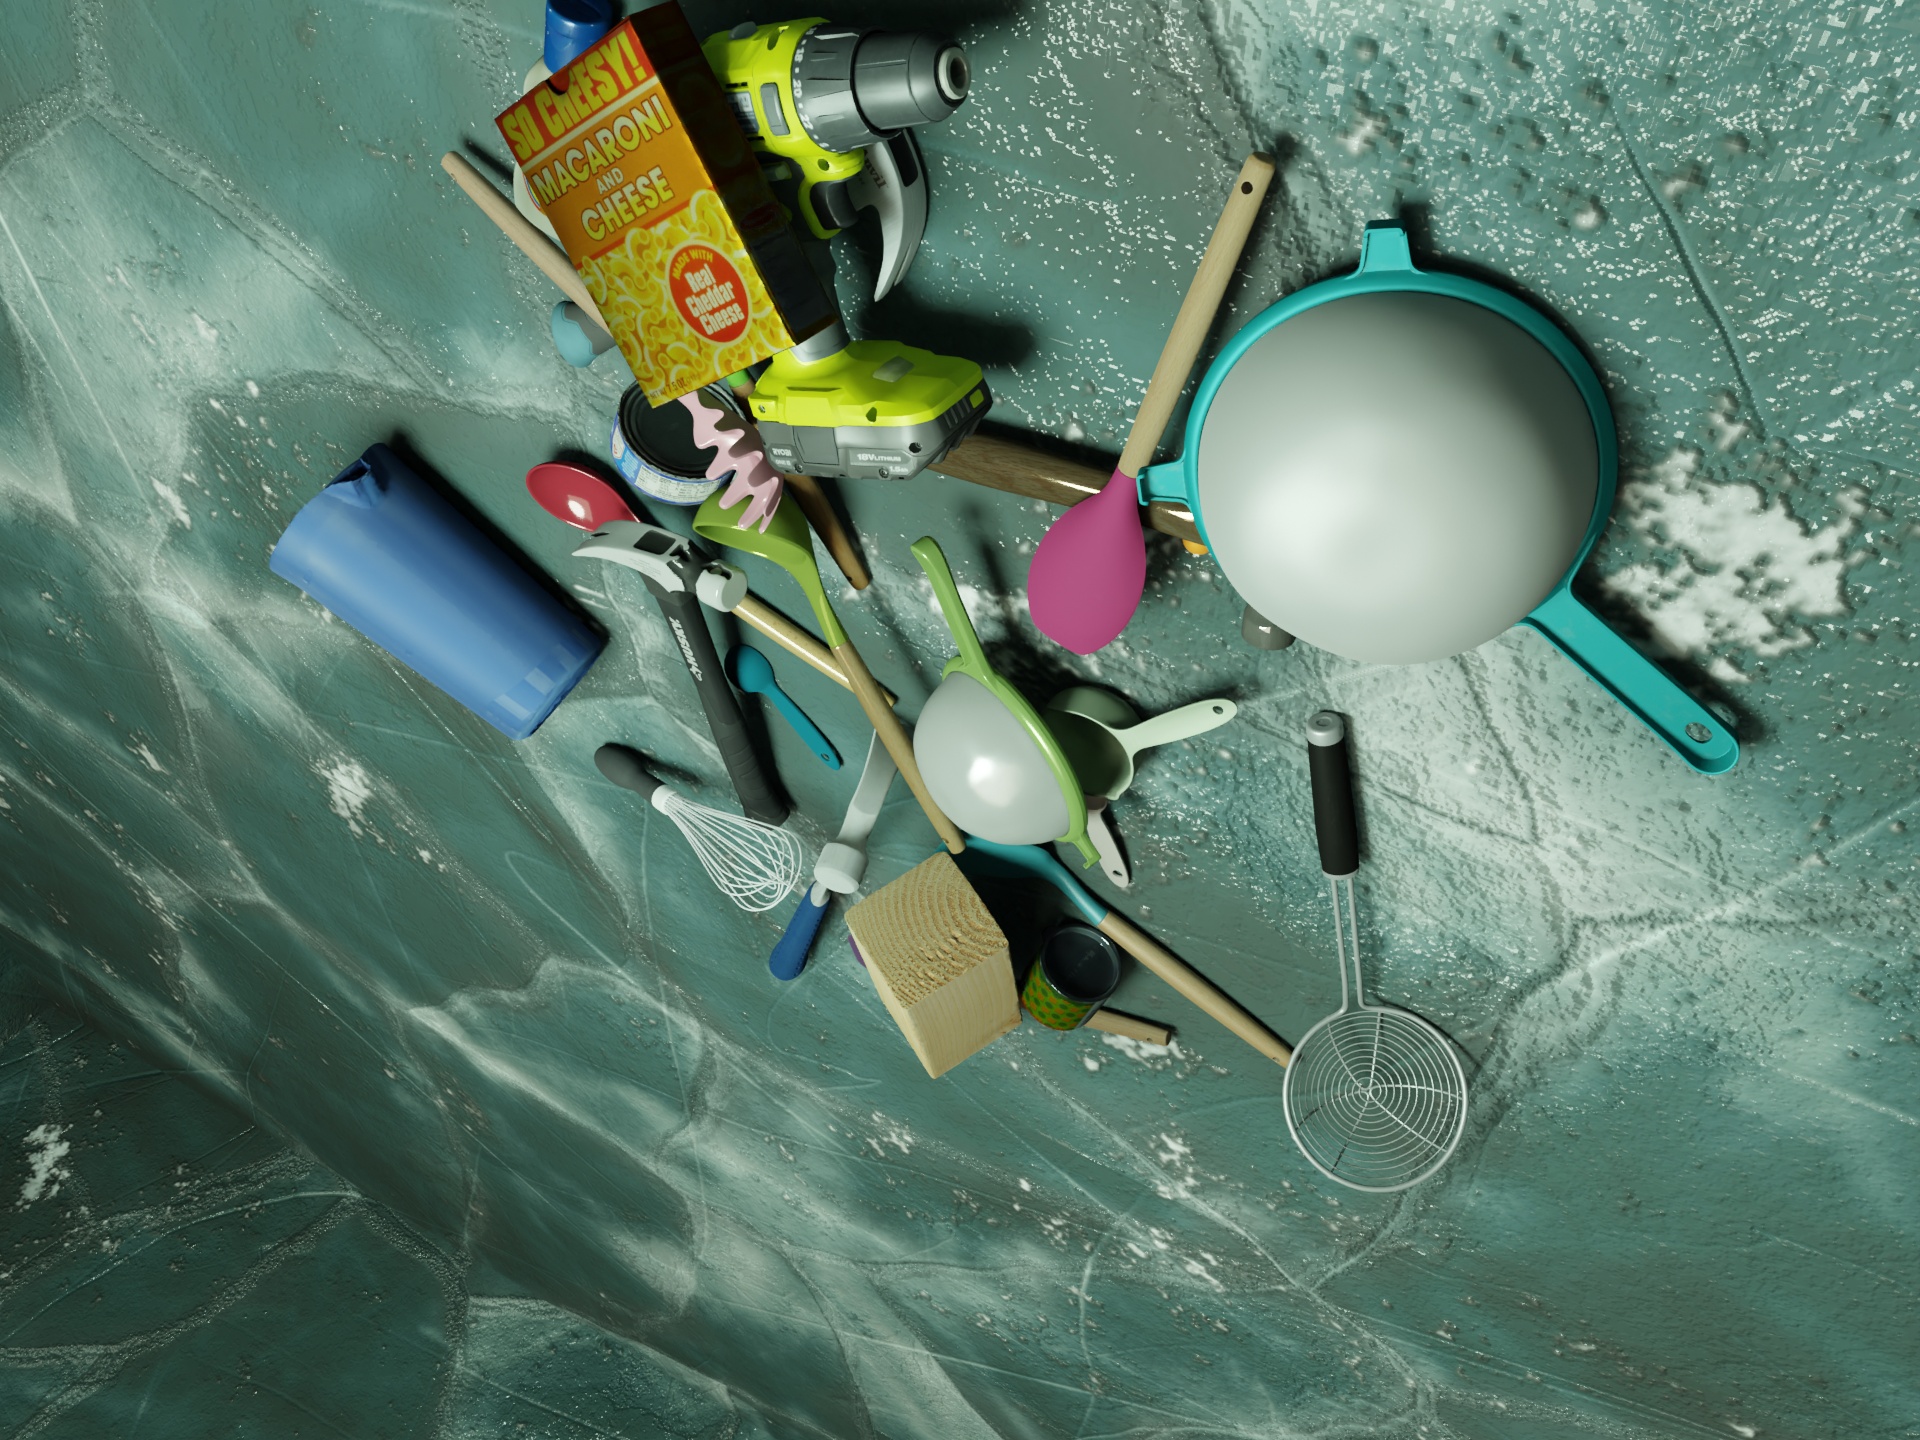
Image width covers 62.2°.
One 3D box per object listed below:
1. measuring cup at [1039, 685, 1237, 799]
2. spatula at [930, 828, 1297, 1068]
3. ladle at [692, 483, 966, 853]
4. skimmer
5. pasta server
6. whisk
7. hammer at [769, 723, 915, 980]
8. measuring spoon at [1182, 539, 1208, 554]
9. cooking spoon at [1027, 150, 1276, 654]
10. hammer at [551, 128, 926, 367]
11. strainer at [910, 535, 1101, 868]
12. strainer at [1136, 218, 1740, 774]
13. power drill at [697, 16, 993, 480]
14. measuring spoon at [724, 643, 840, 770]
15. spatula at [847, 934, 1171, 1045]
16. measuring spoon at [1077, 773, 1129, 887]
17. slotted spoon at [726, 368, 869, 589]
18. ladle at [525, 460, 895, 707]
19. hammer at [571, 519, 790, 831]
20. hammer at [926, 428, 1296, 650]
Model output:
[{"bbox_3d":[0.118,0.001,1.029,0.167,0.038,0.083,-19,116,45],"label":"measuring cup"},{"bbox_3d":[0.122,0.173,1.199,0.317,0.044,0.082,37,145,-2],"label":"spatula"},{"bbox_3d":[-0.078,-0.025,1.080,0.078,0.062,0.320,7,133,50],"label":"ladle"},{"bbox_3d":[0.261,0.160,1.039,0.127,0.090,0.362,-12,125,6],"label":"skimmer"},{"bbox_3d":[-0.216,-0.239,0.980,0.316,0.040,0.060,45,155,7],"label":"pasta server"},{"bbox_3d":[-0.226,0.078,1.327,0.285,0.070,0.070,28,146,41],"label":"whisk"},{"bbox_3d":[-0.108,0.131,1.296,0.035,0.144,0.405,23,152,-4],"label":"hammer"},{"bbox_3d":[0.166,-0.118,0.887,0.021,0.011,0.117,48,141,-14],"label":"measuring spoon"},{"bbox_3d":[0.099,-0.153,0.844,0.069,0.017,0.318,33,135,13],"label":"cooking spoon"},{"bbox_3d":[-0.147,-0.278,0.949,0.331,0.033,0.128,-11,121,44],"label":"hammer"},{"bbox_3d":[-0.002,-0.003,1.040,0.152,0.069,0.256,37,157,48],"label":"strainer"},{"bbox_3d":[0.254,-0.063,0.777,0.340,0.095,0.211,38,129,-7],"label":"strainer"},{"bbox_3d":[-0.060,-0.244,0.825,0.191,0.080,0.228,10,130,34],"label":"power drill"},{"bbox_3d":[-0.140,-0.004,1.236,0.128,0.021,0.042,50,141,-14],"label":"measuring spoon"},{"bbox_3d":[0.035,0.232,1.349,0.316,0.018,0.059,9,136,33],"label":"spatula"},{"bbox_3d":[0.103,0.077,1.142,0.034,0.018,0.124,9,141,31],"label":"measuring spoon"},{"bbox_3d":[-0.124,-0.191,0.987,0.070,0.031,0.313,15,149,37],"label":"slotted spoon"},{"bbox_3d":[-0.180,-0.099,1.168,0.315,0.031,0.069,34,147,1],"label":"ladle"},{"bbox_3d":[-0.191,-0.021,1.216,0.146,0.035,0.334,24,150,26],"label":"hammer"},{"bbox_3d":[0.047,-0.145,0.926,0.331,0.031,0.130,20,131,25],"label":"hammer"}]
